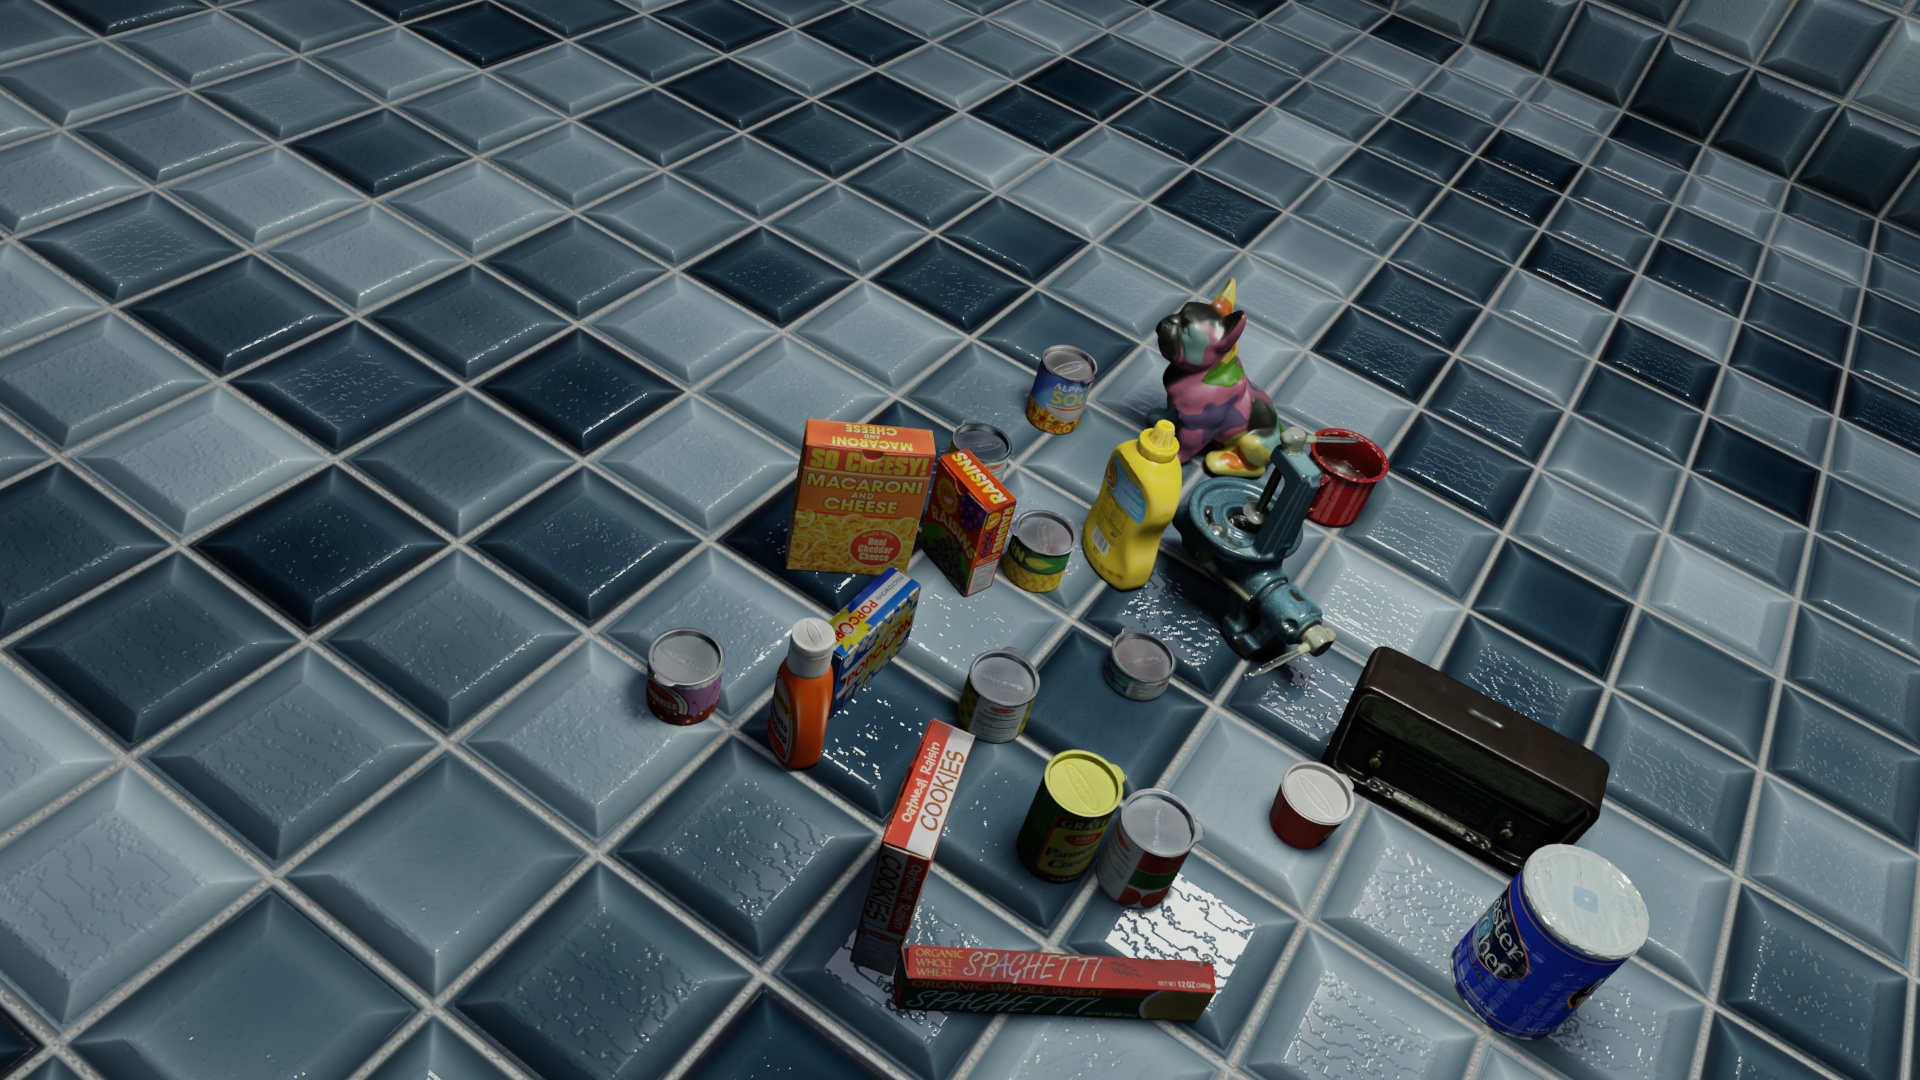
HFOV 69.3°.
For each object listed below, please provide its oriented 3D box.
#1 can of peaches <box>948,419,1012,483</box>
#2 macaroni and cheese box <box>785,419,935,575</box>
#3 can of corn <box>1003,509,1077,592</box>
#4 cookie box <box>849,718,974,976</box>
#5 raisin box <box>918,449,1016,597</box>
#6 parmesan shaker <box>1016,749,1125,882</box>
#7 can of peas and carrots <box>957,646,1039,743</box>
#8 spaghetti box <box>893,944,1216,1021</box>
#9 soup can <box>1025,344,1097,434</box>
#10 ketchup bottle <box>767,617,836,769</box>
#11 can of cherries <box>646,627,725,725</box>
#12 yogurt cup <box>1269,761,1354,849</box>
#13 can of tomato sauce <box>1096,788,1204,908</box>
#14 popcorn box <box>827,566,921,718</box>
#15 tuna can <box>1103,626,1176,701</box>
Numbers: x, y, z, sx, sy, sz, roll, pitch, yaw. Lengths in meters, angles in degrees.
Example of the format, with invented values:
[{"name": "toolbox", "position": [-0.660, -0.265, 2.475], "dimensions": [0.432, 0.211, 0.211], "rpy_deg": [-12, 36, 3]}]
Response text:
[{"name": "can of peaches", "position": [0.017, -0.088, 1.519], "dimensions": [0.071, 0.057, 0.071], "rpy_deg": [8, 43, -8]}, {"name": "macaroni and cheese box", "position": [-0.099, -0.038, 1.352], "dimensions": [0.124, 0.165, 0.040], "rpy_deg": [4, 44, -12]}, {"name": "can of corn", "position": [0.079, 0.011, 1.432], "dimensions": [0.071, 0.058, 0.071], "rpy_deg": [8, 43, -8]}, {"name": "cookie box", "position": [-0.039, 0.238, 1.078], "dimensions": [0.040, 0.166, 0.123], "rpy_deg": [19, 42, 4]}, {"name": "raisin box", "position": [0.005, -0.017, 1.393], "dimensions": [0.040, 0.122, 0.086], "rpy_deg": [-19, 53, -32]}, {"name": "parmesan shaker", "position": [0.093, 0.233, 1.169], "dimensions": [0.071, 0.102, 0.072], "rpy_deg": [8, 43, -8]}, {"name": "can of peas and carrots", "position": [0.035, 0.142, 1.281], "dimensions": [0.071, 0.058, 0.071], "rpy_deg": [8, 43, -8]}, {"name": "spaghetti box", "position": [0.073, 0.346, 1.084], "dimensions": [0.250, 0.049, 0.029], "rpy_deg": [6, 43, -10]}, {"name": "soup can", "position": [0.119, -0.174, 1.620], "dimensions": [0.071, 0.083, 0.072], "rpy_deg": [8, 43, -8]}, {"name": "ketchup bottle", "position": [-0.133, 0.127, 1.181], "dimensions": [0.044, 0.148, 0.065], "rpy_deg": [-10, 48, -25]}, {"name": "can of cherries", "position": [-0.245, 0.121, 1.221], "dimensions": [0.071, 0.058, 0.072], "rpy_deg": [8, 43, -8]}, {"name": "yogurt cup", "position": [0.316, 0.243, 1.261], "dimensions": [0.072, 0.053, 0.073], "rpy_deg": [8, 43, -8]}, {"name": "can of tomato sauce", "position": [0.158, 0.261, 1.174], "dimensions": [0.071, 0.082, 0.071], "rpy_deg": [8, 43, -8]}, {"name": "popcorn box", "position": [-0.091, 0.092, 1.277], "dimensions": [0.038, 0.084, 0.127], "rpy_deg": [31, 45, 16]}, {"name": "tuna can", "position": [0.174, 0.121, 1.363], "dimensions": [0.071, 0.032, 0.071], "rpy_deg": [8, 43, -8]}]
